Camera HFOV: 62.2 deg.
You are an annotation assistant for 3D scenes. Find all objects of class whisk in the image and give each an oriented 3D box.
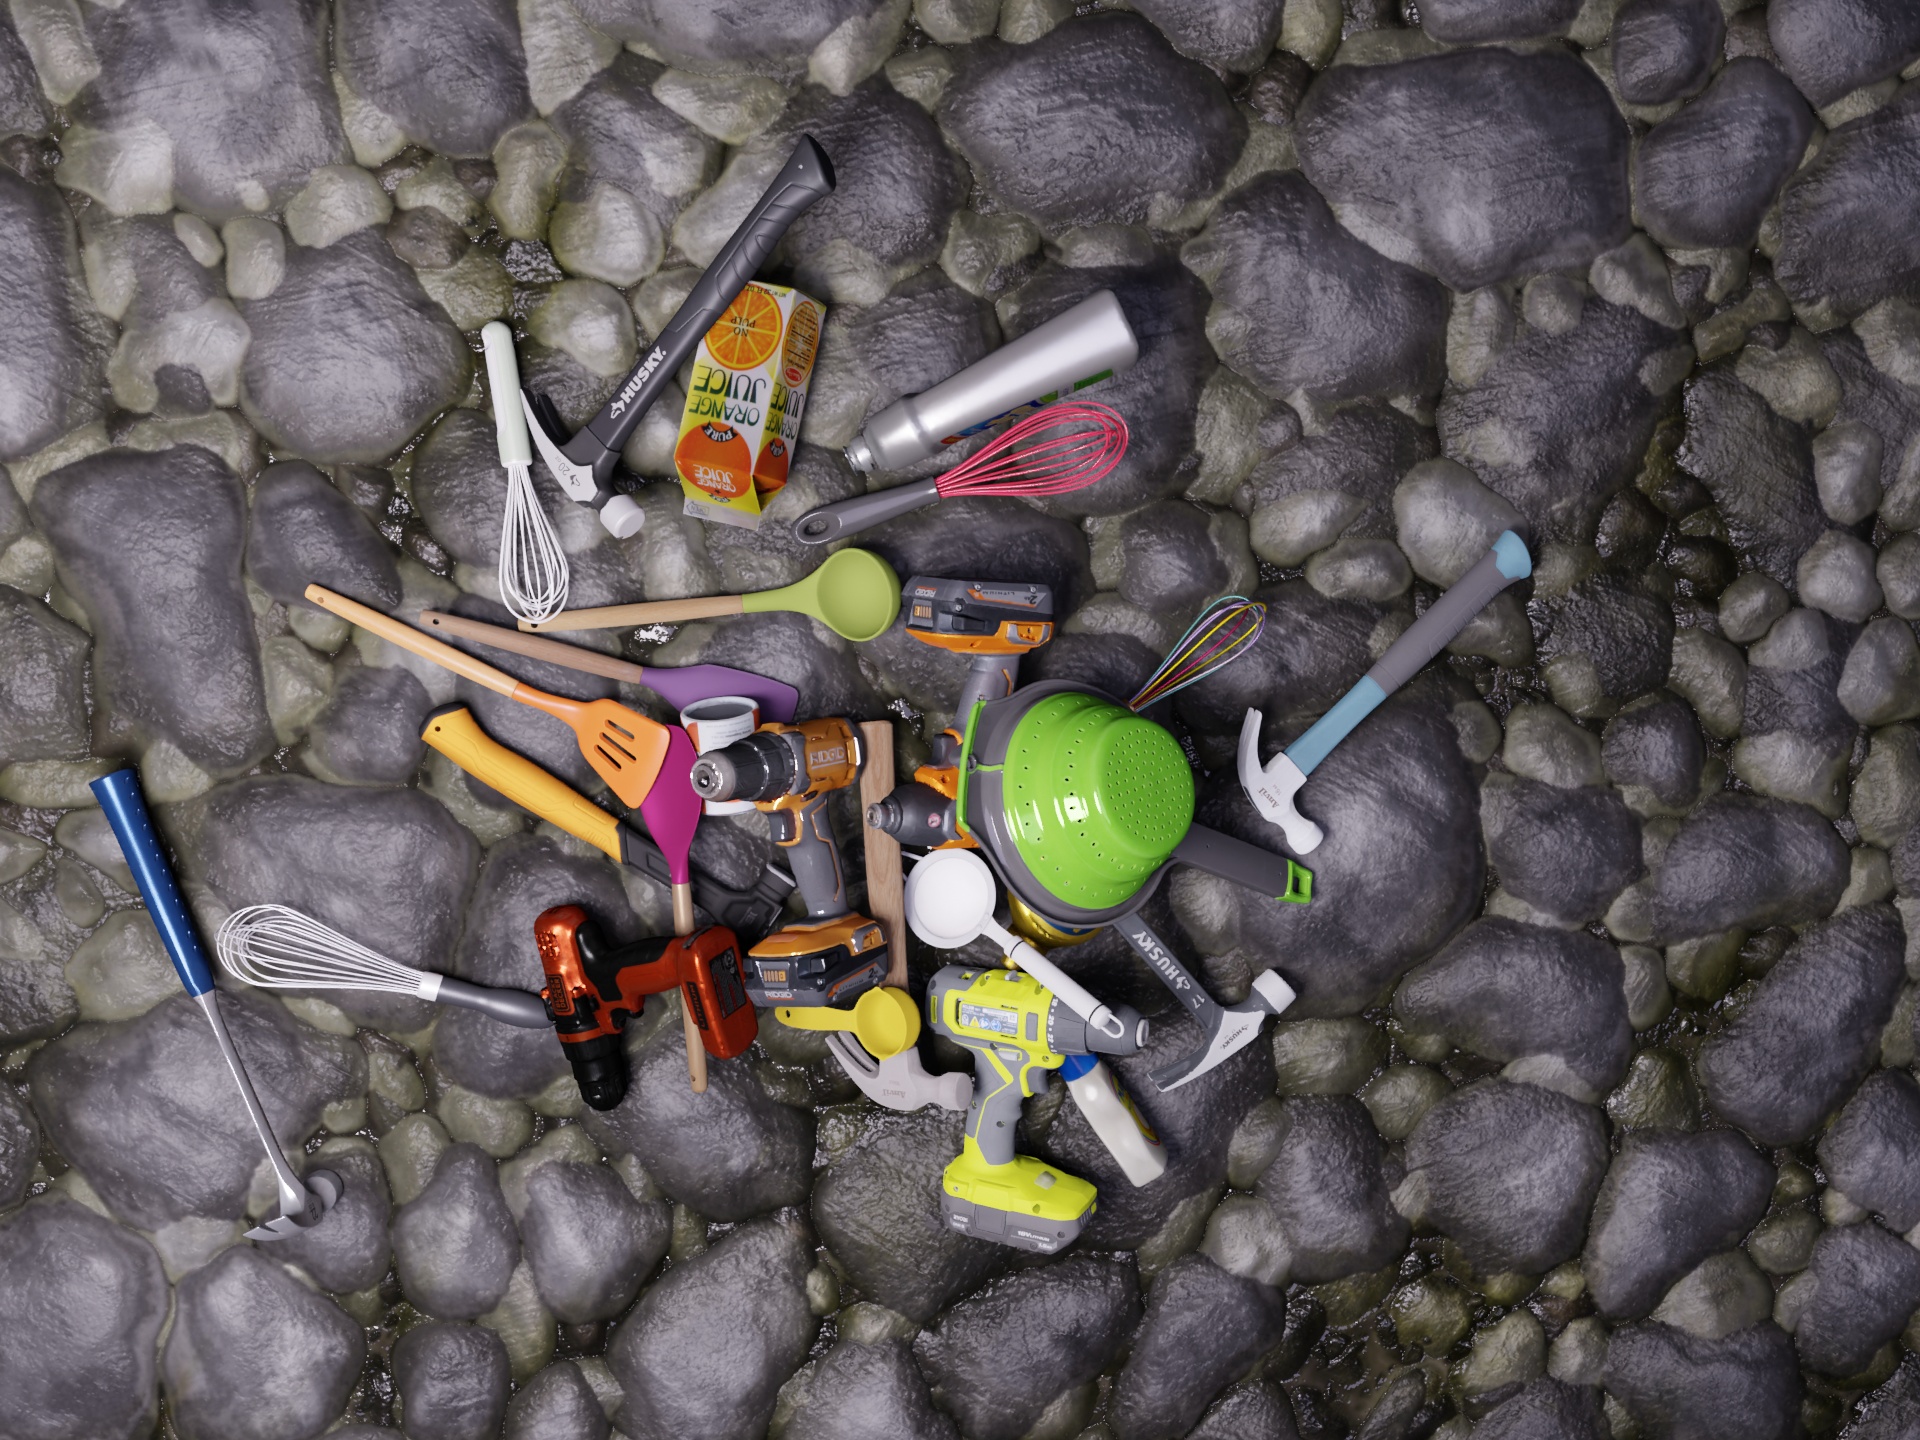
[{"bbox_3d":[-0.361,-0.201,1.296,0.059,0.058,0.246,-11,95,-37],"label":"whisk"},{"bbox_3d":[0.165,-0.027,1.378,0.245,0.047,0.051,-38,91,3],"label":"whisk"},{"bbox_3d":[-0.477,0.214,1.334,0.284,0.070,0.070,18,95,-14],"label":"whisk"},{"bbox_3d":[-0.001,-0.199,1.332,0.296,0.073,0.073,-17,99,2],"label":"whisk"}]

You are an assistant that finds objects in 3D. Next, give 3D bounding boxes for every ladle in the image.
[{"bbox_3d":[-0.208,-0.093,1.322,0.320,0.062,0.078,-6,100,-3],"label":"ladle"}]

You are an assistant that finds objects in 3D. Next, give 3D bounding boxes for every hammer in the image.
[{"bbox_3d":[0.378,-0.039,1.405,0.331,0.033,0.128,-44,101,0],"label":"hammer"},{"bbox_3d":[0.124,0.158,1.347,0.149,0.036,0.408,-43,115,-2],"label":"hammer"},{"bbox_3d":[-0.311,0.097,1.345,0.336,0.034,0.127,35,91,-9],"label":"hammer"},{"bbox_3d":[-0.213,-0.313,1.239,0.146,0.035,0.334,46,106,16],"label":"hammer"},{"bbox_3d":[-0.064,0.166,1.361,0.130,0.031,0.331,-5,90,32],"label":"hammer"},{"bbox_3d":[-0.612,0.232,1.294,0.035,0.144,0.405,-23,93,-6],"label":"hammer"}]

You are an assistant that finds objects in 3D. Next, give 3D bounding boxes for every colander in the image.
[{"bbox_3d":[0.180,0.083,1.297,0.396,0.094,0.205,21,66,-33],"label":"colander"}]

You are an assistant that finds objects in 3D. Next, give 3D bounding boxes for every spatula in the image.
[{"bbox_3d":[-0.293,-0.042,1.332,0.315,0.018,0.059,16,101,-12],"label":"spatula"},{"bbox_3d":[-0.391,-0.033,1.309,0.322,0.041,0.081,26,112,-5],"label":"spatula"}]

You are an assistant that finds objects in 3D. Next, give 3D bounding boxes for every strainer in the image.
[{"bbox_3d":[0.041,0.188,1.343,0.259,0.050,0.087,36,94,32],"label":"strainer"}]

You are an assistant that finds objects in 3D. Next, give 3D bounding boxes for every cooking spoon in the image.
[{"bbox_3d":[-0.231,0.159,1.328,0.069,0.017,0.319,3,102,30],"label":"cooking spoon"}]

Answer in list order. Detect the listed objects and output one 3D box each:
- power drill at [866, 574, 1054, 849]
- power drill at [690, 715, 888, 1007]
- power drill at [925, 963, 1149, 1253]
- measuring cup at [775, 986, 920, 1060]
[{"bbox_3d":[-0.002,-0.004,1.316,0.164,0.084,0.226,-2,99,-38],"label":"power drill"},{"bbox_3d":[-0.138,0.114,1.281,0.084,0.185,0.226,-5,93,31],"label":"power drill"},{"bbox_3d":[0.064,0.329,1.364,0.190,0.080,0.228,6,100,25],"label":"power drill"},{"bbox_3d":[-0.096,0.252,1.356,0.029,0.156,0.062,-6,92,-49],"label":"measuring cup"}]
